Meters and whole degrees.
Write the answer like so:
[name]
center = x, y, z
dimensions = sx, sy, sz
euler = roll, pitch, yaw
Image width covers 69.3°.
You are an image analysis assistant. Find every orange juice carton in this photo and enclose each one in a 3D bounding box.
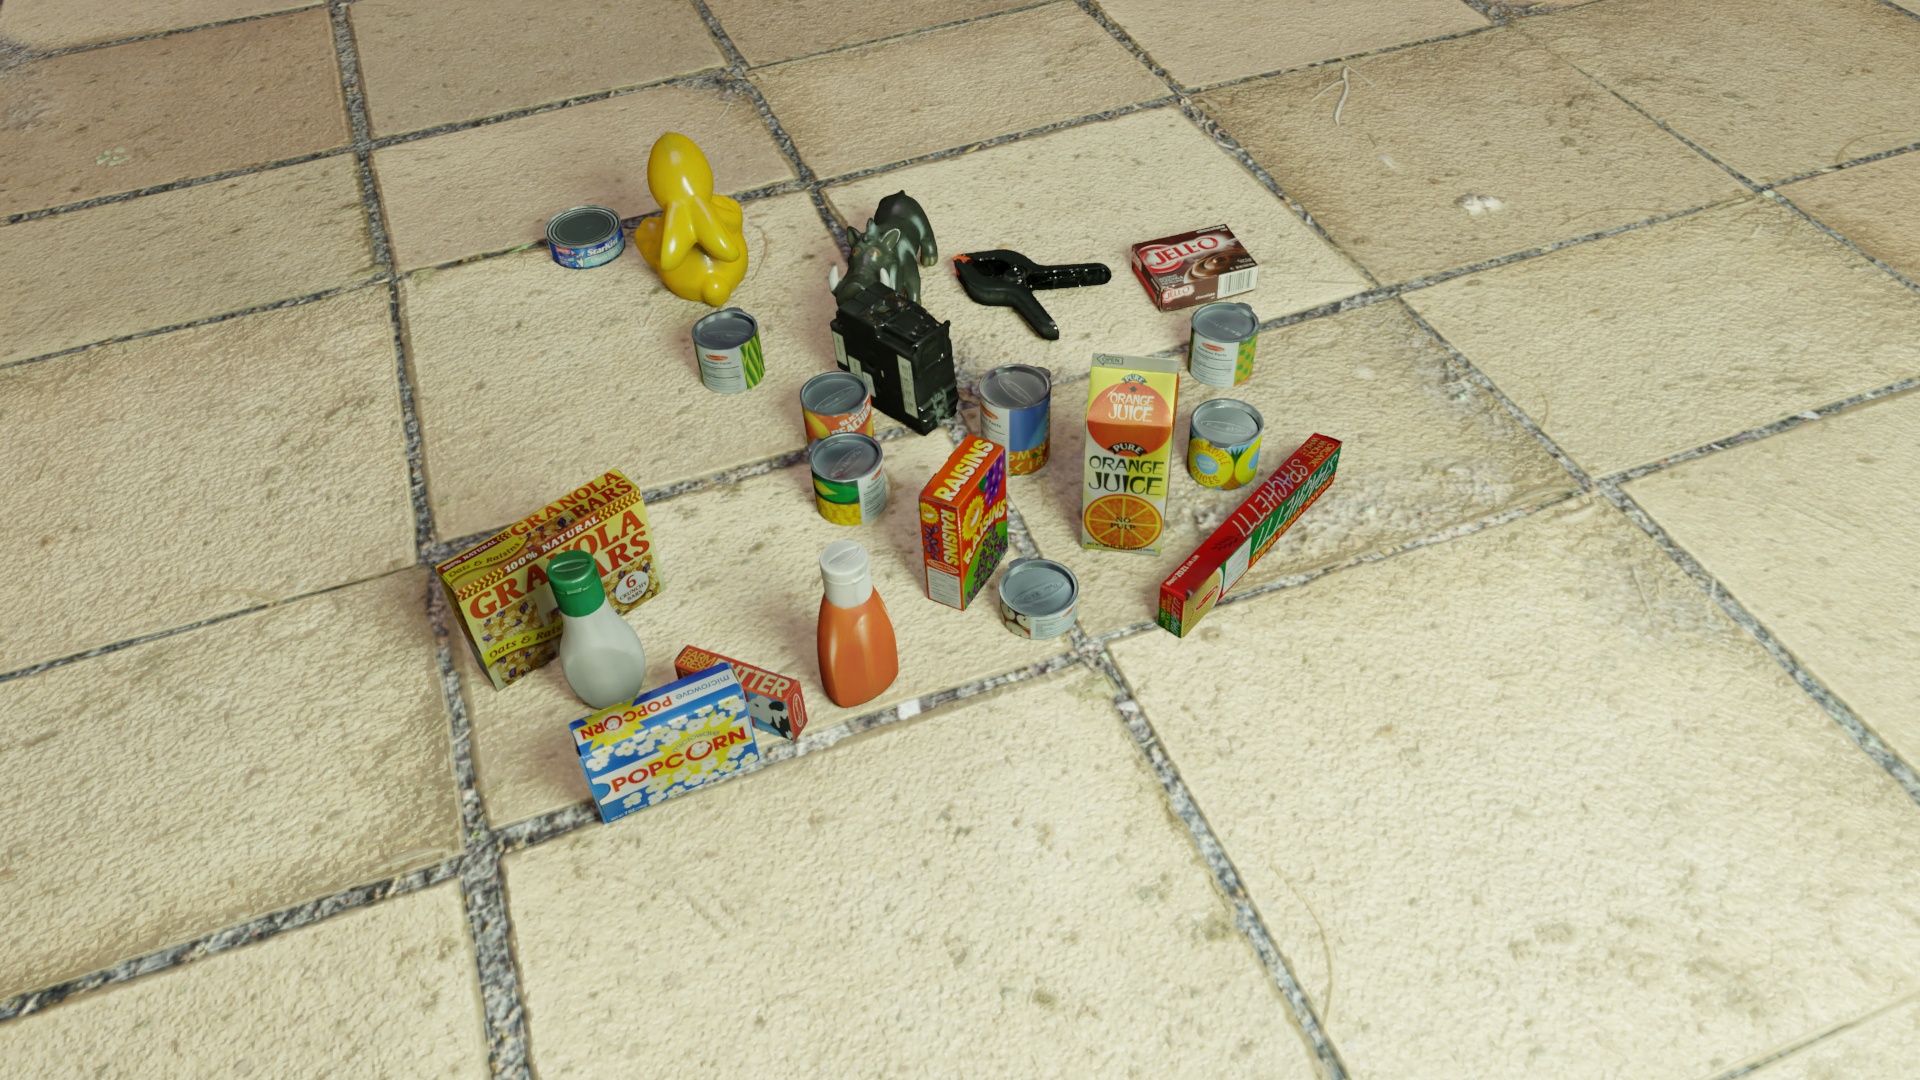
[orange juice carton]
center = 0.144, -0.081, 1.178
dimensions = 0.072, 0.191, 0.073
euler = 6, 46, 9

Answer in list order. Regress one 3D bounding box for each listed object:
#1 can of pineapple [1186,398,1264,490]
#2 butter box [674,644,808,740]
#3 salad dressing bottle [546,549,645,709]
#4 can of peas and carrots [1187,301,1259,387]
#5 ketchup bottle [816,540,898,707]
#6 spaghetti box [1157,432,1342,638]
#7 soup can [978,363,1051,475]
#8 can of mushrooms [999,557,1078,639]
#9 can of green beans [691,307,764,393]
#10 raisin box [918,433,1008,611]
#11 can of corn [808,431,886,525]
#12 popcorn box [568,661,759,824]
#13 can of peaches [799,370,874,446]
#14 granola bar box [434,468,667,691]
[can of pineapple]
center = 0.241, -0.087, 1.274
dimensions = 0.071, 0.057, 0.071
euler = -1, 45, 2
[butter box]
center = -0.173, 0.119, 1.091
dimensions = 0.103, 0.052, 0.024
euler = 16, 48, 18
[salad dressing bottle]
center = -0.286, 0.070, 1.080
dimensions = 0.064, 0.146, 0.044
euler = -11, 46, -8
[can of peas and carrots]
center = 0.262, -0.196, 1.381
dimensions = 0.071, 0.058, 0.071
euler = -1, 45, 2
[ketchup bottle]
center = -0.083, 0.064, 1.075
dimensions = 0.065, 0.148, 0.043
euler = -31, 51, -25
[spaghetti box]
center = 0.253, -0.009, 1.201
dimensions = 0.029, 0.049, 0.251
euler = 30, 54, 29
[soup can]
center = 0.053, -0.113, 1.291
dimensions = 0.071, 0.083, 0.072
euler = -1, 45, 2
[can of mushrooms]
center = 0.064, 0.048, 1.165
dimensions = 0.071, 0.033, 0.071
euler = -1, 45, 1
[can of green beans]
center = -0.233, -0.190, 1.400
dimensions = 0.071, 0.057, 0.071
euler = -1, 45, 2
[raisin box]
center = 0.004, -0.015, 1.167
dimensions = 0.040, 0.122, 0.086
euler = 20, 50, 22
[can of corn]
center = -0.103, -0.056, 1.260
dimensions = 0.071, 0.058, 0.071
euler = -1, 45, 2
[popcorn box]
center = -0.219, 0.151, 1.039
dimensions = 0.127, 0.084, 0.038
euler = -21, 48, -17
[can of peaches]
center = -0.116, -0.118, 1.322
dimensions = 0.071, 0.057, 0.071
euler = -1, 45, 2
[granola bar box]
center = -0.330, 0.031, 1.137
dimensions = 0.166, 0.123, 0.039
euler = -34, 53, -27
